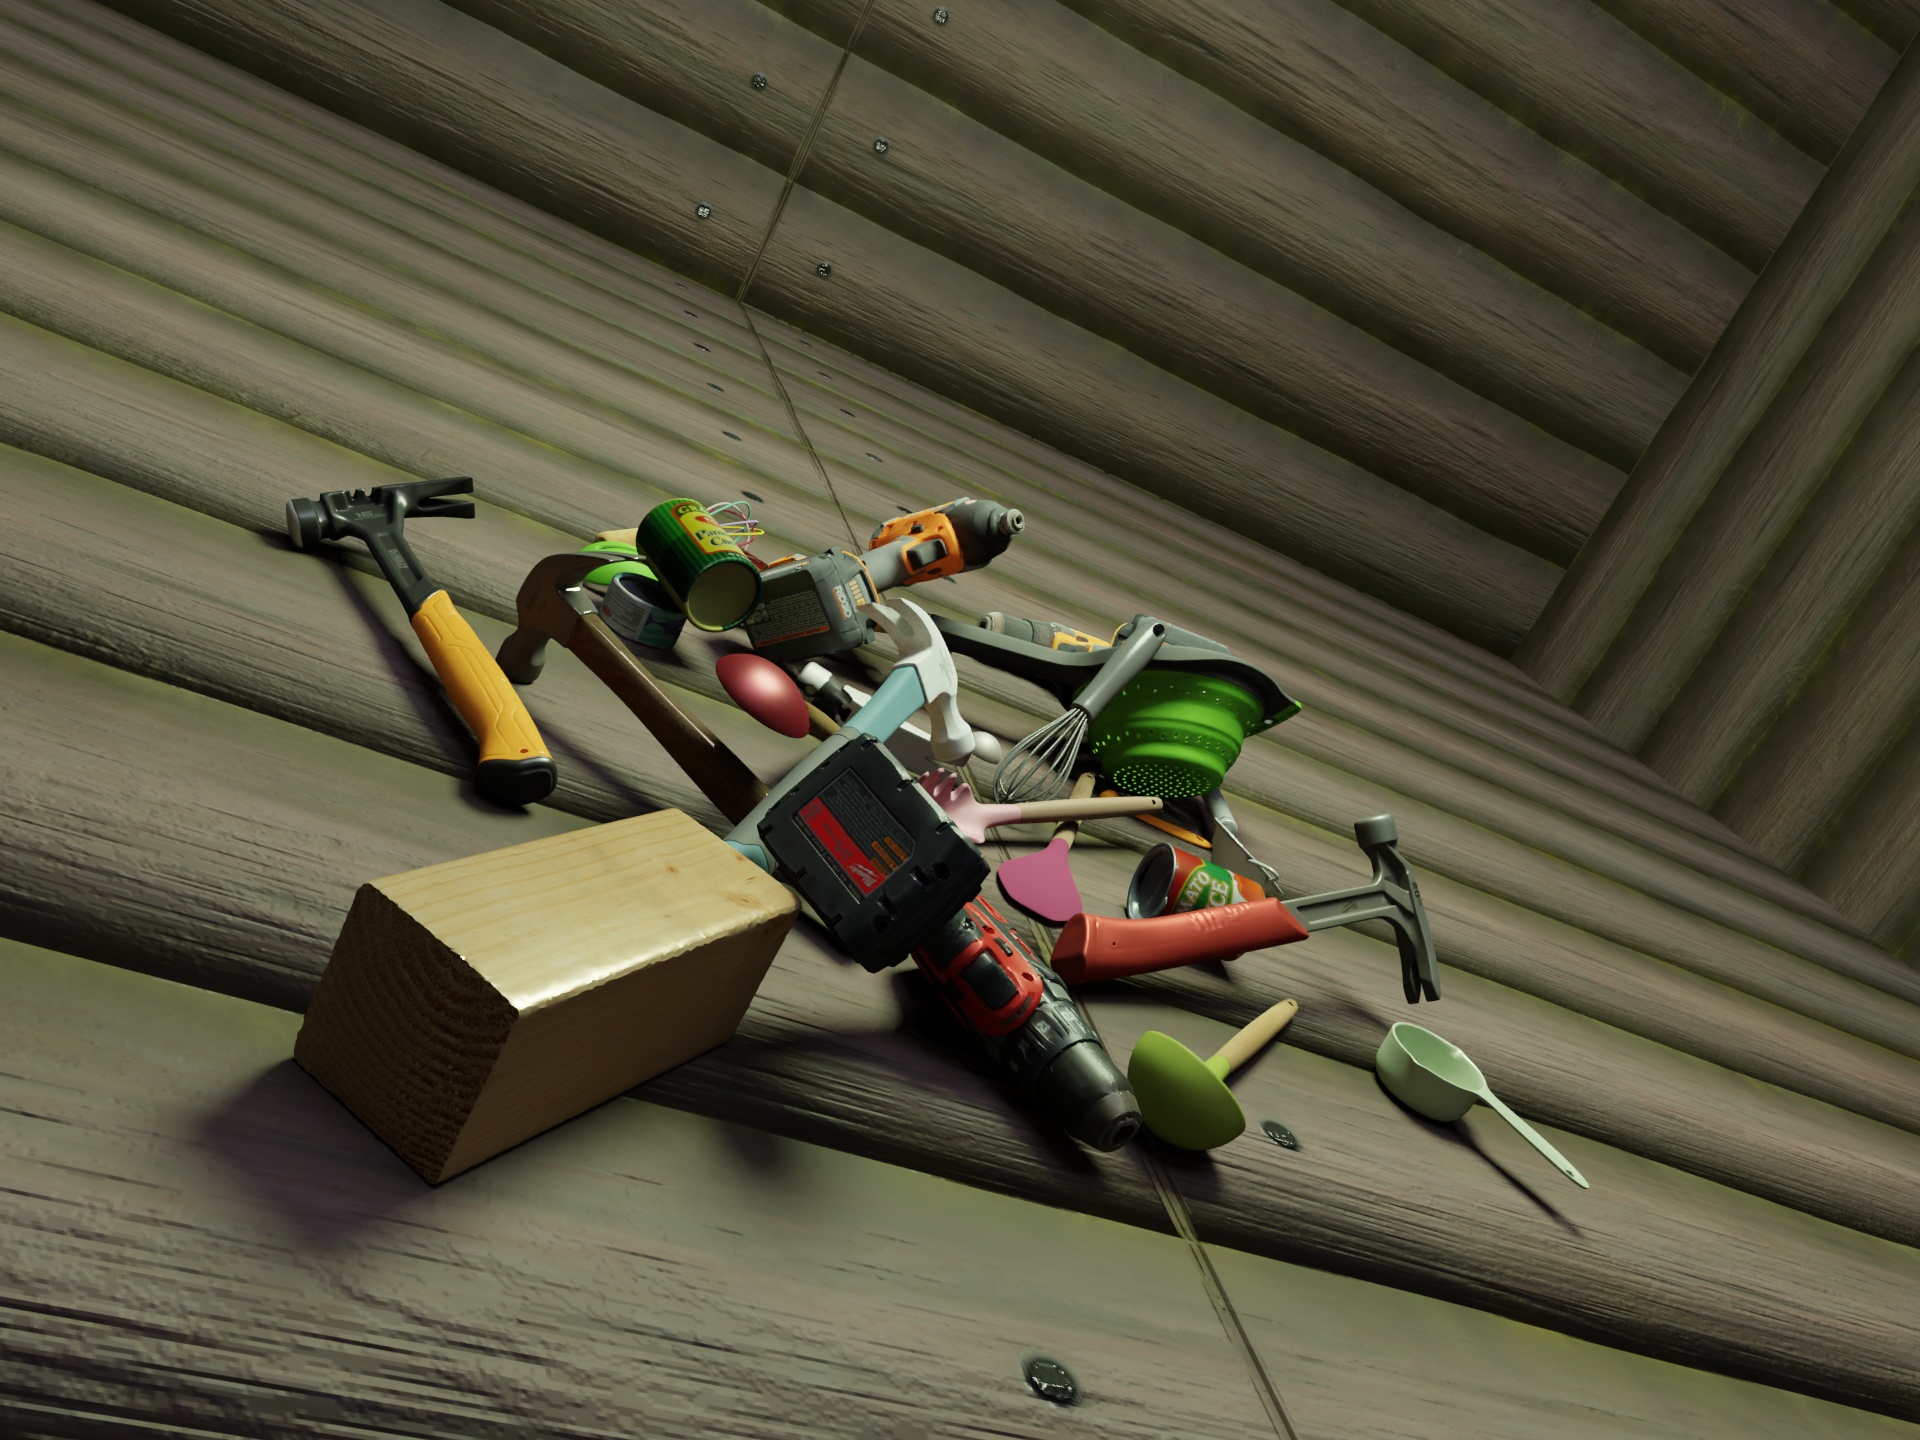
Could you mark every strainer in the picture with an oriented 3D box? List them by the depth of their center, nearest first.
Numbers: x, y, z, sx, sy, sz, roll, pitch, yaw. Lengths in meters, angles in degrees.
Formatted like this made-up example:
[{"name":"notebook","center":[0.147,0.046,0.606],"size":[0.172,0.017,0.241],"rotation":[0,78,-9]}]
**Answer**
[{"name":"strainer","center":[0.239,0.102,1.426],"size":[0.086,0.050,0.258],"rotation":[48,11,-13]}]

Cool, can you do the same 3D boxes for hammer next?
[{"name":"hammer","center":[-0.069,0.023,0.946],"size":[0.033,0.128,0.331],"rotation":[-9,19,24]},{"name":"hammer","center":[-0.165,0.015,0.991],"size":[0.331,0.130,0.031],"rotation":[43,31,18]},{"name":"hammer","center":[-0.322,-0.059,1.011],"size":[0.127,0.034,0.337],"rotation":[-14,42,-30]},{"name":"hammer","center":[0.213,0.157,1.145],"size":[0.359,0.037,0.149],"rotation":[-4,78,-38]},{"name":"hammer","center":[-0.043,-0.030,1.385],"size":[0.146,0.035,0.335],"rotation":[32,16,-1]}]

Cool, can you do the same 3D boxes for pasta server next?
[{"name":"pasta server","center":[0.065,0.069,1.226],"size":[0.316,0.040,0.060],"rotation":[0,69,-47]}]

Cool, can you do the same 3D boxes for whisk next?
[{"name":"whisk","center":[0.103,-0.005,1.309],"size":[0.055,0.055,0.239],"rotation":[34,61,17]},{"name":"whisk","center":[-0.254,-0.172,1.464],"size":[0.047,0.051,0.245],"rotation":[38,22,13]}]

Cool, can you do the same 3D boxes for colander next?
[{"name":"colander","center":[0.112,-0.007,1.425],"size":[0.397,0.095,0.204],"rotation":[15,-22,-19]}]

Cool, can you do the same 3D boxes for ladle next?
[{"name":"ladle","center":[0.183,0.209,1.029],"size":[0.078,0.062,0.320],"rotation":[42,18,18]},{"name":"ladle","center":[-0.105,-0.002,1.073],"size":[0.069,0.031,0.315],"rotation":[47,-1,9]}]

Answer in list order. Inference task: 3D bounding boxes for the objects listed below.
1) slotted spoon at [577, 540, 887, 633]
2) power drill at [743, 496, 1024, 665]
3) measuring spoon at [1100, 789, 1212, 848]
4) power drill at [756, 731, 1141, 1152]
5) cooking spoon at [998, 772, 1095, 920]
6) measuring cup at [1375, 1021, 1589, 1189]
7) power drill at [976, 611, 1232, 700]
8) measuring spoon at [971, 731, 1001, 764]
[{"name":"slotted spoon","center":[-0.179,-0.109,1.362],"size":[0.313,0.031,0.070],"rotation":[11,25,-29]},{"name":"power drill","center":[-0.058,-0.127,1.330],"size":[0.164,0.084,0.226],"rotation":[-9,17,45]},{"name":"measuring spoon","center":[0.178,0.088,1.430],"size":[0.117,0.011,0.021],"rotation":[25,18,-12]},{"name":"power drill","center":[0.005,0.127,0.844],"size":[0.188,0.080,0.226],"rotation":[45,-6,42]},{"name":"cooking spoon","center":[0.082,0.092,1.265],"size":[0.069,0.017,0.319],"rotation":[28,18,3]},{"name":"measuring cup","center":[0.366,0.283,1.129],"size":[0.168,0.038,0.083],"rotation":[42,22,32]},{"name":"power drill","center":[0.138,-0.065,1.601],"size":[0.185,0.084,0.226],"rotation":[18,-4,-32]},{"name":"measuring spoon","center":[-0.002,-0.004,1.284],"size":[0.034,0.018,0.124],"rotation":[18,20,-40]}]
